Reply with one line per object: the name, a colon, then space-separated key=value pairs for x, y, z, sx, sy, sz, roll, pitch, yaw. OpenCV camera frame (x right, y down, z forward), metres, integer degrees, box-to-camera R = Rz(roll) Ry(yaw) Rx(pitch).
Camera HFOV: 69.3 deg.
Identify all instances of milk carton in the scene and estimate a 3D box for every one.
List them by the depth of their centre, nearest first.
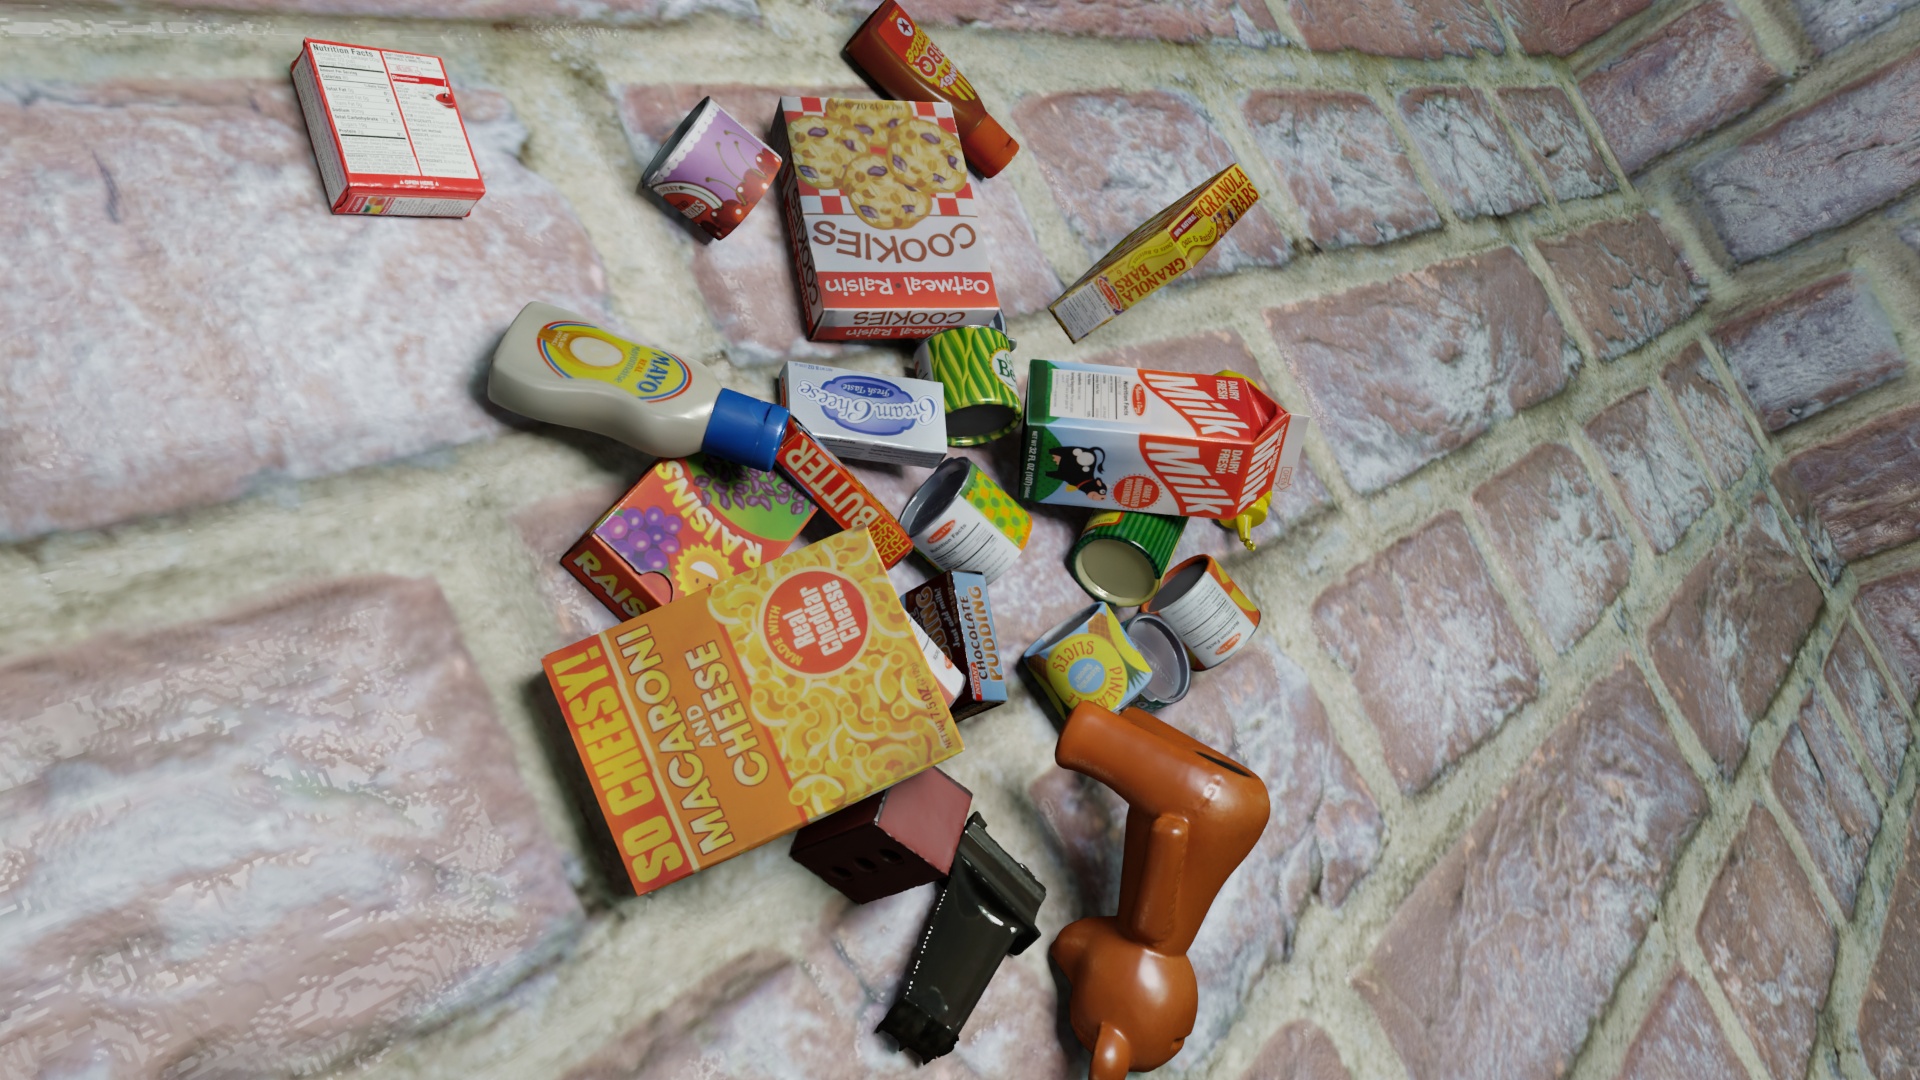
milk carton: x=0.138 y=-0.067 z=0.952 sx=0.191 sy=0.072 sz=0.074 roll=5 pitch=44 yaw=1

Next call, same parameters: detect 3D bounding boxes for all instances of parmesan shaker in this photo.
parmesan shaker: x=0.126 y=-0.011 z=0.990 sx=0.071 sy=0.071 sz=0.103 roll=46 pitch=43 yaw=-15

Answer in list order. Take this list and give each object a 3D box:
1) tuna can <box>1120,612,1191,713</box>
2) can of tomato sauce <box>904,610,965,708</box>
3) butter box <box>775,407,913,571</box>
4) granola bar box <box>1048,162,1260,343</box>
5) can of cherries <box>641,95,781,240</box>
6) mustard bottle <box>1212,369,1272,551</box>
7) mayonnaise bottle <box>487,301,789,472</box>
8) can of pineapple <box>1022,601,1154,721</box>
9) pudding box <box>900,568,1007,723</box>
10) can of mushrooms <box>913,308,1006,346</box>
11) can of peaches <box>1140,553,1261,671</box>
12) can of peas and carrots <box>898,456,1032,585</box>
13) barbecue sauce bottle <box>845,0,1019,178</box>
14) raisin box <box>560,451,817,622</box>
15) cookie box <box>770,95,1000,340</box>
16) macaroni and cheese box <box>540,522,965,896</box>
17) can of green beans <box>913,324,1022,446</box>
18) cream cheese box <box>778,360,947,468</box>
tuna can: x=0.125 y=0.088 z=0.960 sx=0.071 sy=0.032 sz=0.071 roll=23 pitch=53 yaw=-34
can of tomato sauce: x=-0.050 y=0.070 z=0.778 sx=0.083 sy=0.071 sz=0.071 roll=49 pitch=42 yaw=-11
butter box: x=-0.073 y=-0.030 z=0.813 sx=0.103 sy=0.024 sz=0.053 roll=46 pitch=2 yaw=-27
granola bar box: x=0.156 y=-0.231 z=1.107 sx=0.039 sy=0.123 sz=0.166 roll=53 pitch=42 yaw=-9
can of cherries: x=-0.153 y=-0.225 z=0.849 sx=0.058 sy=0.071 sz=0.072 roll=37 pitch=46 yaw=-25
mustard bottle: x=0.225 y=-0.061 z=1.132 sx=0.065 sy=0.048 sz=0.161 roll=24 pitch=53 yaw=-33
mayonnaise bottle: x=-0.165 y=-0.076 z=0.727 sx=0.148 sy=0.041 sz=0.065 roll=18 pitch=45 yaw=-6
can of pineapple: x=0.082 y=0.081 z=0.896 sx=0.058 sy=0.070 sz=0.071 roll=55 pitch=42 yaw=-3
pudding box: x=-0.005 y=0.064 z=0.835 sx=0.030 sy=0.049 sz=0.084 roll=11 pitch=61 yaw=-43
can of mushrooms: x=-0.003 y=-0.155 z=0.976 sx=0.071 sy=0.033 sz=0.071 roll=22 pitch=54 yaw=-34
can of peaches: x=0.172 y=0.051 z=1.005 sx=0.058 sy=0.071 sz=0.071 roll=48 pitch=43 yaw=-12
can of peas and carrots: x=0.003 y=-0.011 z=0.875 sx=0.058 sy=0.070 sz=0.071 roll=42 pitch=44 yaw=-20
barbecue sauce bottle: x=-0.019 y=-0.341 z=1.062 sx=0.148 sy=0.043 sz=0.065 roll=42 pitch=43 yaw=-19
raisin box: x=-0.142 y=-0.004 z=0.749 sx=0.086 sy=0.040 sz=0.124 roll=47 pitch=44 yaw=-14
cookie box: x=-0.052 y=-0.215 z=0.930 sx=0.123 sy=0.040 sz=0.168 roll=-4 pitch=69 yaw=-22
macaroni and cheese box: x=-0.099 y=0.081 z=0.675 sx=0.167 sy=0.040 sz=0.124 roll=-23 pitch=82 yaw=-11
can of green beans: x=0.005 y=-0.103 z=0.929 sx=0.071 sy=0.071 sz=0.058 roll=10 pitch=61 yaw=-41
cream cheese box: x=-0.060 y=-0.077 z=0.863 sx=0.104 sy=0.024 sz=0.053 roll=5 pitch=64 yaw=-23
